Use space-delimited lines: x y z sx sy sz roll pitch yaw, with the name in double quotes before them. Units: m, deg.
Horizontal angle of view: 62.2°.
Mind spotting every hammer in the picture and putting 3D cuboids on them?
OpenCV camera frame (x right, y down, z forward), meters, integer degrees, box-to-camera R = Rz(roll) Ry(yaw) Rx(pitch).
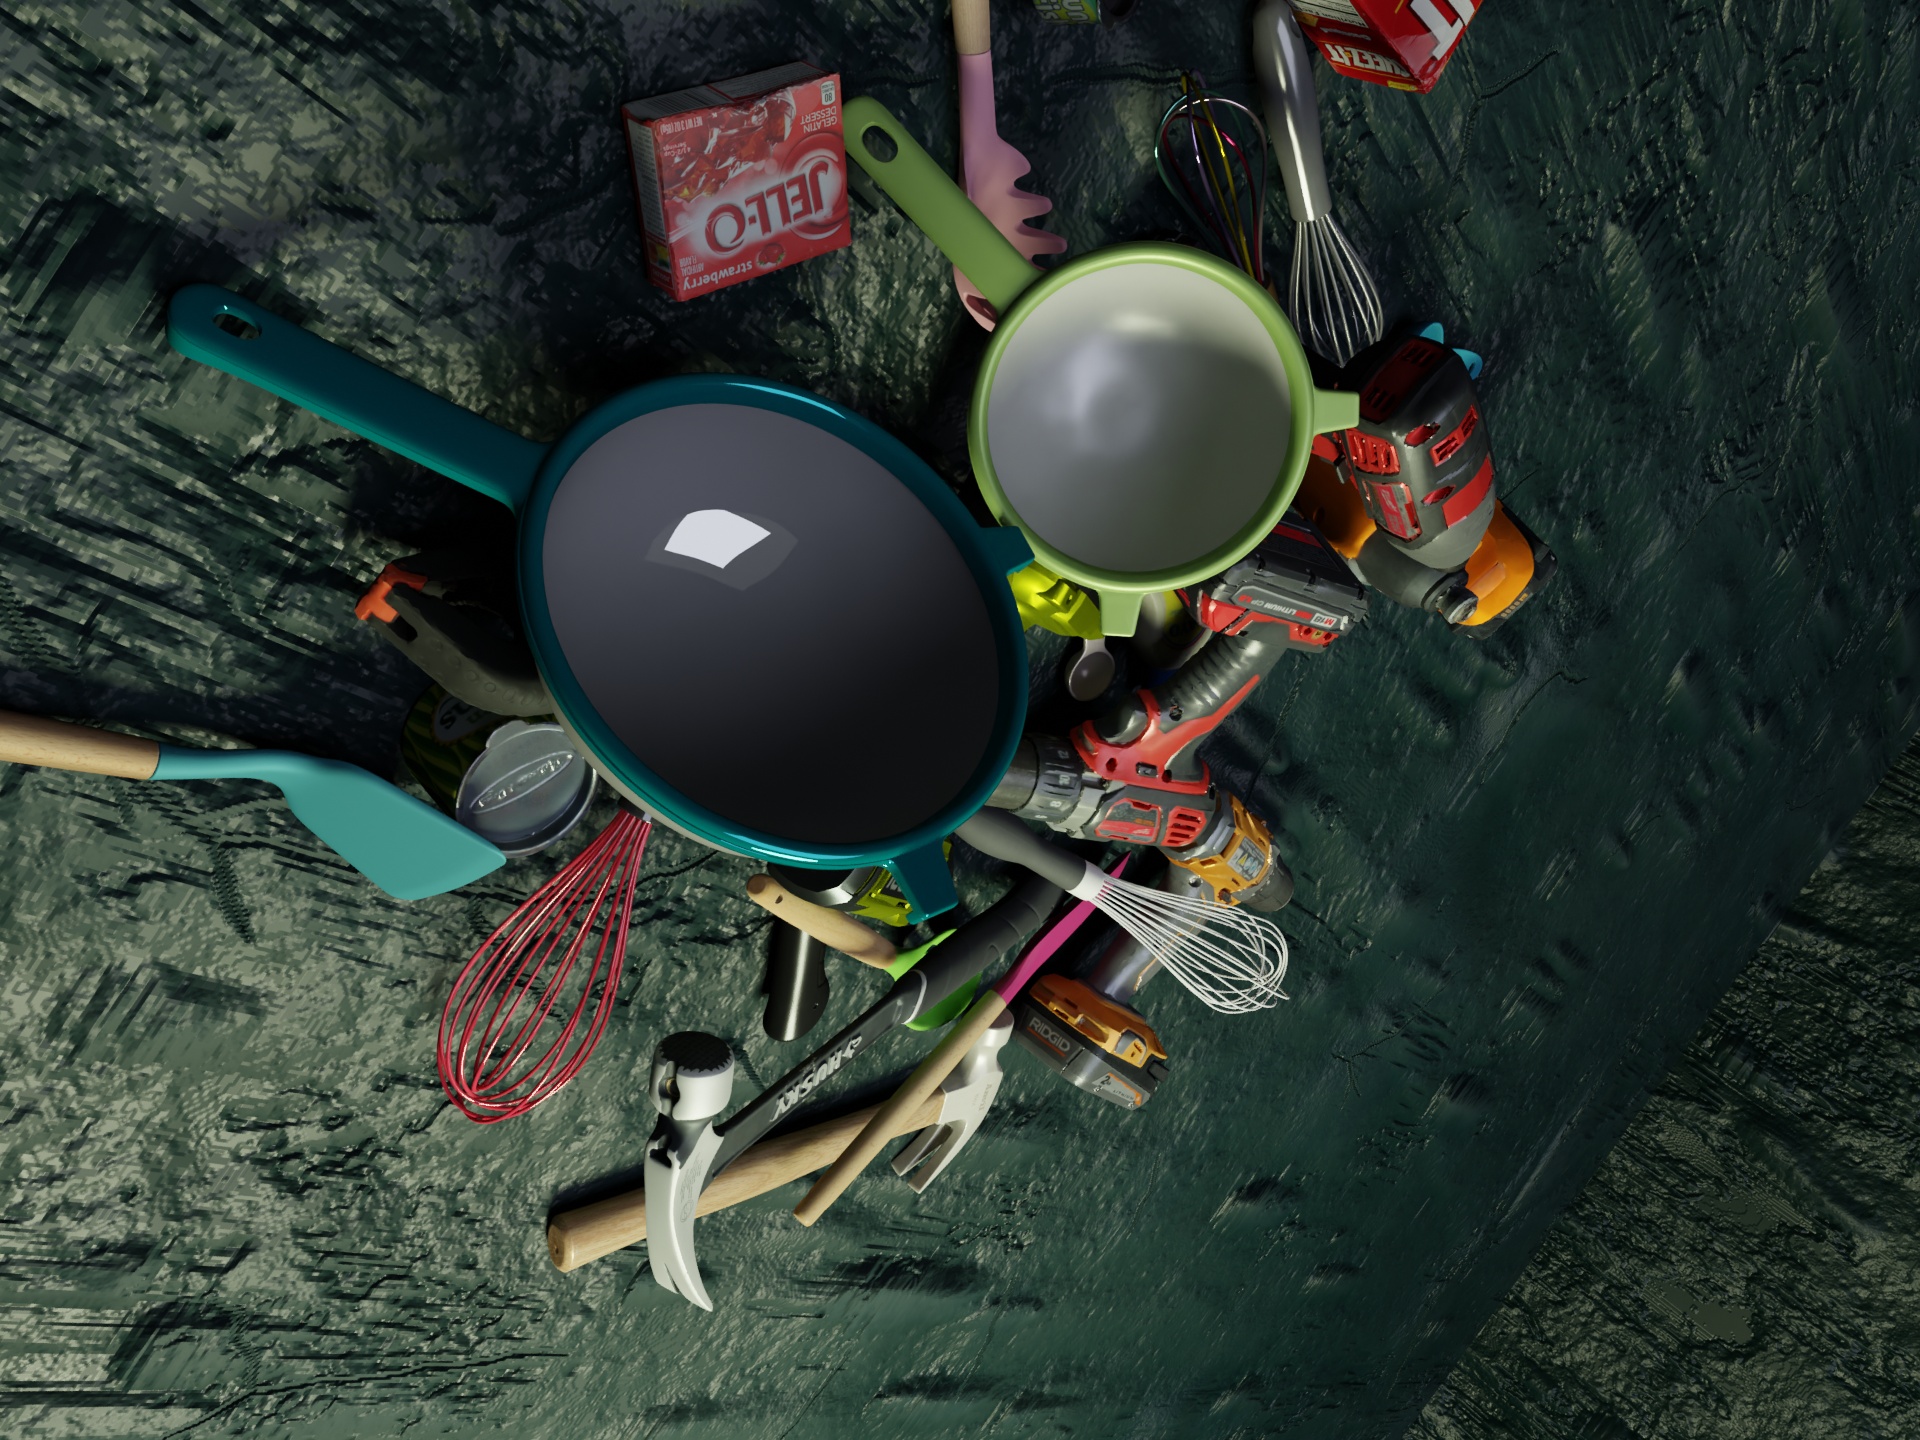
"hammer" -0.074 0.042 0.832 0.146 0.035 0.334 -39 148 -49
"hammer" -0.039 0.165 0.876 0.409 0.036 0.149 -27 132 -58
"hammer" -0.104 0.276 1.003 0.331 0.031 0.130 -11 125 -40

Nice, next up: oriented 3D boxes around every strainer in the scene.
"strainer" -0.139 -0.053 0.615 0.340 0.211 0.095 26 143 -18
"strainer" 0.041 -0.172 0.707 0.151 0.069 0.256 -44 99 9

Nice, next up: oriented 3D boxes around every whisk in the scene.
"whisk" -0.163 0.062 0.763 0.073 0.073 0.296 28 91 -51
"whisk" 0.153 -0.248 0.859 0.051 0.047 0.244 -49 145 -7
"whisk" 0.194 -0.283 0.872 0.055 0.055 0.238 -42 136 -14
"whisk" 0.101 0.113 1.002 0.284 0.070 0.070 30 96 -24

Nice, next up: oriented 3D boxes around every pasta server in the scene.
"pasta server" 0.010 -0.310 0.671 0.060 0.040 0.316 -39 140 -35

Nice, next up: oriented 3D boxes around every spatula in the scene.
"spatula" -0.321 0.020 0.578 0.317 0.082 0.044 16 61 -46

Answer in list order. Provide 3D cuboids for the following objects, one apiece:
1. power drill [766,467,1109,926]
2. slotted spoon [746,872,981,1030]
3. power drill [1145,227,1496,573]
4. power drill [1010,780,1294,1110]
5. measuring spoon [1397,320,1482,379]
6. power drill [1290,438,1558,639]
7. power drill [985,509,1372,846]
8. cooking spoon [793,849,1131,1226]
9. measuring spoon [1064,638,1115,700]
"power drill" -0.001 -0.003 0.808 0.223 0.080 0.171 -60 160 -1
"slotted spoon" -0.050 0.126 0.896 0.070 0.031 0.313 -59 156 -7
"power drill" 0.170 -0.154 0.802 0.078 0.220 0.143 -48 141 -6
"power drill" 0.152 0.163 1.141 0.226 0.084 0.185 -57 143 -3
"measuring spoon" 0.314 -0.241 1.051 0.128 0.021 0.042 -7 124 -53
"power drill" 0.290 -0.113 0.992 0.084 0.164 0.226 -48 151 24
"power drill" 0.105 -0.021 0.916 0.187 0.080 0.226 11 126 -32
"cooking spoon" 0.007 0.196 1.016 0.319 0.017 0.068 -45 179 -21
"measuring spoon" 0.076 -0.070 0.941 0.034 0.018 0.124 -15 122 -29
